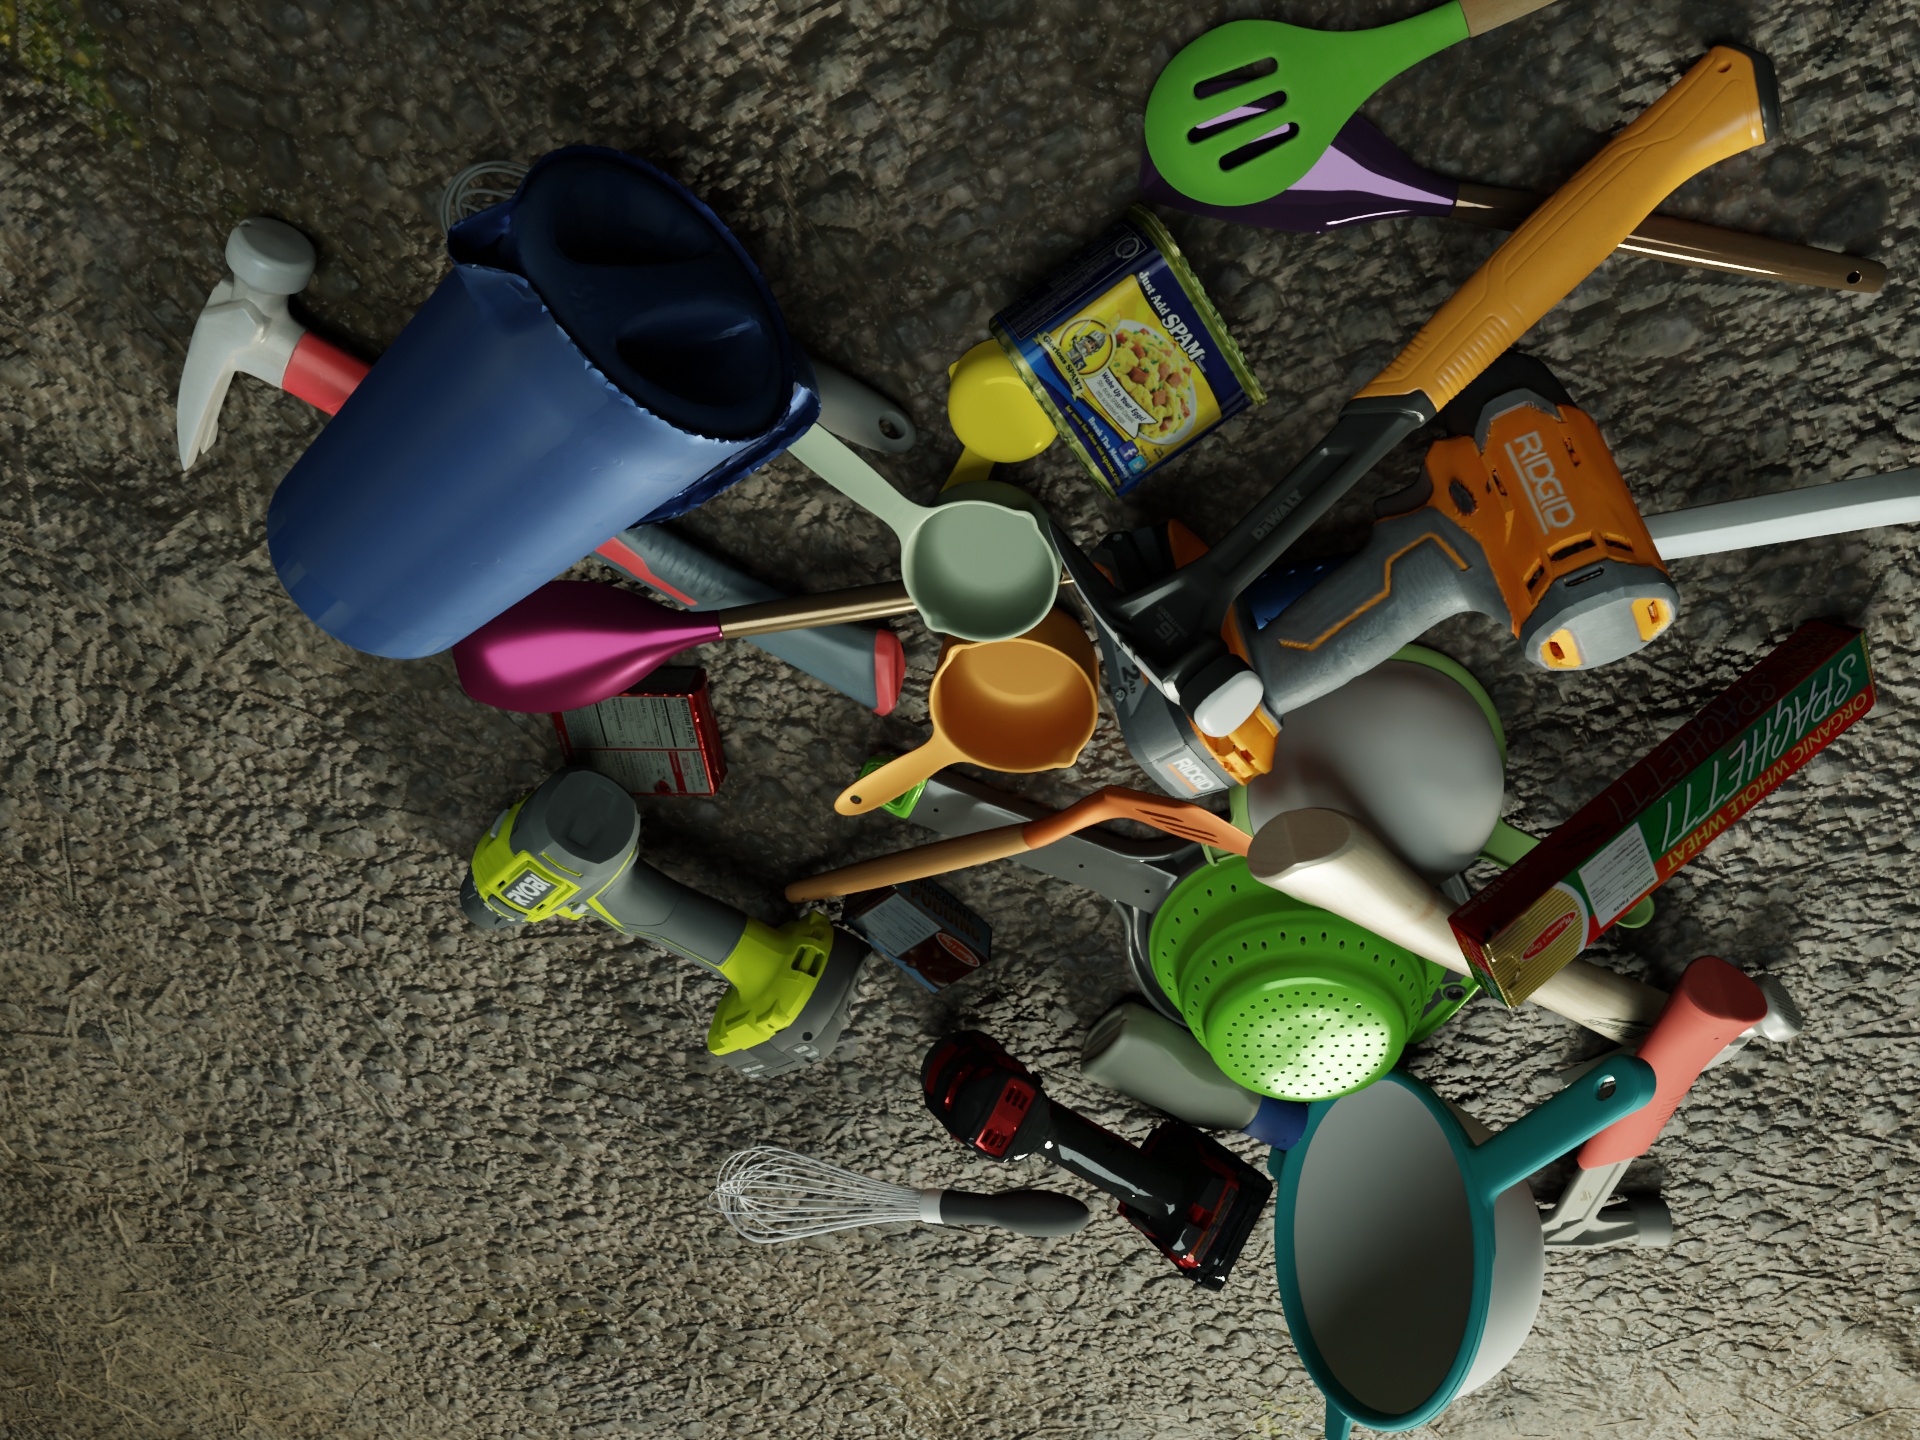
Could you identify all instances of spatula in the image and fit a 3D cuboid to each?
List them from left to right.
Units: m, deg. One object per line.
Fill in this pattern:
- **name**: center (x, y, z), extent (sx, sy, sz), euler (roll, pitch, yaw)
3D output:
- **spatula**: center (0.018, 0.075, 0.856), extent (0.322, 0.041, 0.081), euler (-17, 146, 38)
- **spatula**: center (0.234, -0.218, 0.672), extent (0.316, 0.018, 0.059), euler (11, 123, 0)

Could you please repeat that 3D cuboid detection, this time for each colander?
- **colander**: center (0.122, 0.122, 0.907), extent (0.397, 0.095, 0.204), euler (21, 128, -9)

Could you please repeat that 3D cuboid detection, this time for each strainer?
- **strainer**: center (0.265, 0.061, 0.823), extent (0.256, 0.069, 0.151), euler (25, 103, -12)
- **strainer**: center (0.311, 0.283, 0.930), extent (0.095, 0.211, 0.340), euler (11, 139, -20)

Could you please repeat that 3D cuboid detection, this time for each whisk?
- **whisk**: center (-0.124, -0.186, 0.736), extent (0.238, 0.055, 0.055), euler (26, 127, -18)
- **whisk**: center (-0.046, 0.332, 1.097), extent (0.284, 0.070, 0.070), euler (-3, 128, 22)

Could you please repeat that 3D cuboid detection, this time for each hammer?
- **hammer**: center (-0.205, -0.096, 0.820), extent (0.386, 0.038, 0.143), euler (29, 128, -14)
- **hammer**: center (0.188, -0.147, 0.651), extent (0.337, 0.127, 0.034), euler (-43, 142, 8)
- **hammer**: center (0.288, 0.134, 0.849), extent (0.410, 0.038, 0.146), euler (25, 132, -35)
- **hammer**: center (0.270, -0.082, 0.740), extent (0.405, 0.035, 0.144), euler (-8, 95, 21)
- **hammer**: center (0.385, 0.241, 0.941), extent (0.149, 0.037, 0.358), euler (-2, 143, 4)

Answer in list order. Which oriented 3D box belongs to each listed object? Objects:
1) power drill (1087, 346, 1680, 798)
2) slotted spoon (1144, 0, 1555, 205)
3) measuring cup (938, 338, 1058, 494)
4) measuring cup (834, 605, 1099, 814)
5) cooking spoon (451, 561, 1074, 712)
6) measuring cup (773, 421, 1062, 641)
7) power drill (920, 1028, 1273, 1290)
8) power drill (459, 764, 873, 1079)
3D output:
- **power drill**: center (0.174, -0.072, 0.704), extent (0.226, 0.164, 0.084), euler (-23, 148, 20)
- **slotted spoon**: center (0.218, -0.284, 0.611), extent (0.314, 0.031, 0.070), euler (-20, 105, 18)
- **measuring cup**: center (0.003, -0.114, 0.779), extent (0.062, 0.029, 0.156), euler (21, 126, -8)
- **measuring cup**: center (-0.001, -0.003, 0.856), extent (0.173, 0.052, 0.095), euler (-31, 118, 30)
- **cooking spoon**: center (-0.095, -0.053, 0.802), extent (0.319, 0.017, 0.068), euler (-9, 111, -3)
- **measuring cup**: center (-0.023, -0.106, 0.759), extent (0.167, 0.038, 0.083), euler (37, 124, -9)
- **power drill**: center (0.075, 0.266, 1.010), extent (0.219, 0.143, 0.078), euler (31, 85, -15)
- **power drill**: center (-0.186, 0.126, 0.955), extent (0.228, 0.080, 0.190), euler (34, 145, -18)
